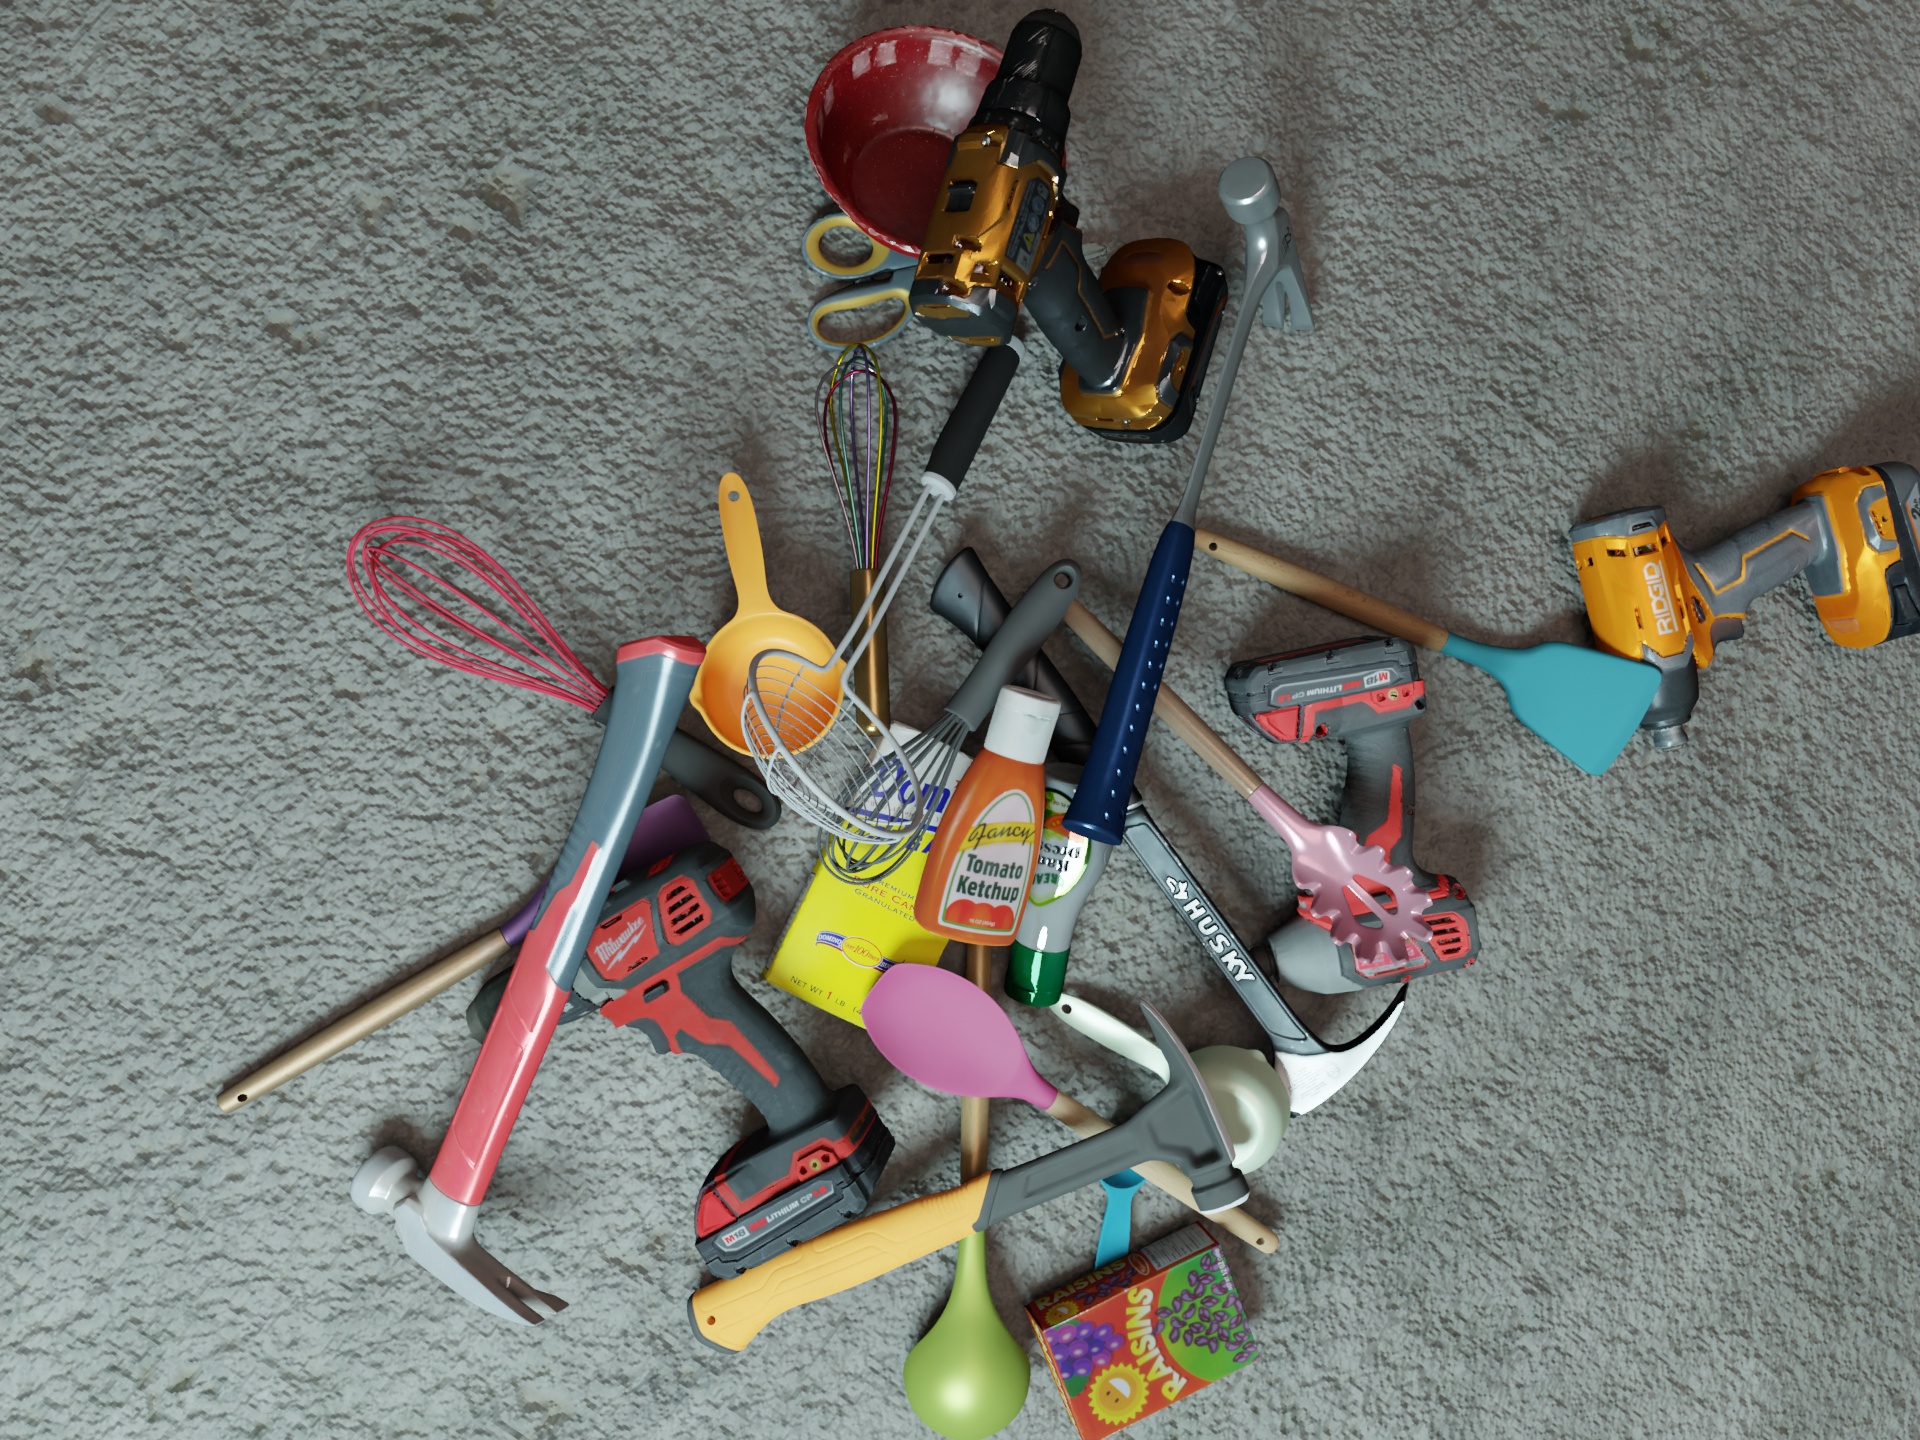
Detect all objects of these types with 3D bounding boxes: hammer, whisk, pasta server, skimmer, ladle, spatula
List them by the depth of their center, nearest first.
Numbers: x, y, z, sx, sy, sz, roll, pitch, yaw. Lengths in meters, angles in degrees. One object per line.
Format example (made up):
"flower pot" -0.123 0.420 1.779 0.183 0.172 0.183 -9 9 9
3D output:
"hammer" -0.211 0.136 0.862 0.143 0.038 0.386 29 102 20
"skimmer" -0.018 -0.095 0.914 0.127 0.090 0.363 39 61 -27
"hammer" -0.009 0.283 0.934 0.337 0.034 0.127 -25 83 6
"spatula" -0.290 0.143 0.940 0.316 0.018 0.059 -30 114 -9
"whisk" -0.002 -0.003 0.942 0.055 0.055 0.239 38 79 -7
"whisk" -0.229 -0.022 0.943 0.295 0.073 0.073 35 82 -14
"hammer" 0.138 -0.122 0.953 0.035 0.144 0.406 12 77 27
"pasta server" 0.158 0.023 0.961 0.060 0.040 0.316 -46 78 7
"whisk" -0.059 -0.111 0.973 0.047 0.051 0.245 -6 82 21
"ladle" 0.007 0.277 0.984 0.078 0.062 0.320 2 80 -3
"hammer" 0.114 0.065 0.987 0.149 0.036 0.409 -36 89 23
"spatula" 0.297 -0.060 1.043 0.317 0.044 0.082 21 111 -7

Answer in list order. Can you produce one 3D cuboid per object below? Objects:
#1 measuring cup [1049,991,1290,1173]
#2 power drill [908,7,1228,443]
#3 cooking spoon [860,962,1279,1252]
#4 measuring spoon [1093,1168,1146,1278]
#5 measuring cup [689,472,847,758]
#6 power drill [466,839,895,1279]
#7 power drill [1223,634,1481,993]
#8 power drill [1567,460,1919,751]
"measuring cup" 0.122 0.219 0.980 0.167 0.038 0.083 30 112 10
"power drill" 0.071 -0.280 0.932 0.226 0.084 0.185 23 81 -50
"cooking spoon" 0.074 0.245 0.973 0.318 0.017 0.069 36 96 -14
"measuring spoon" 0.095 0.316 1.008 0.042 0.021 0.128 6 96 -15
"measuring cup" -0.122 -0.061 0.964 0.095 0.052 0.174 -11 86 -5
"power drill" -0.163 0.202 0.918 0.188 0.080 0.226 -31 94 14
"power drill" 0.239 0.064 1.009 0.143 0.078 0.219 -12 94 1
"power drill" 0.535 -0.079 1.071 0.226 0.084 0.164 -13 90 -6
